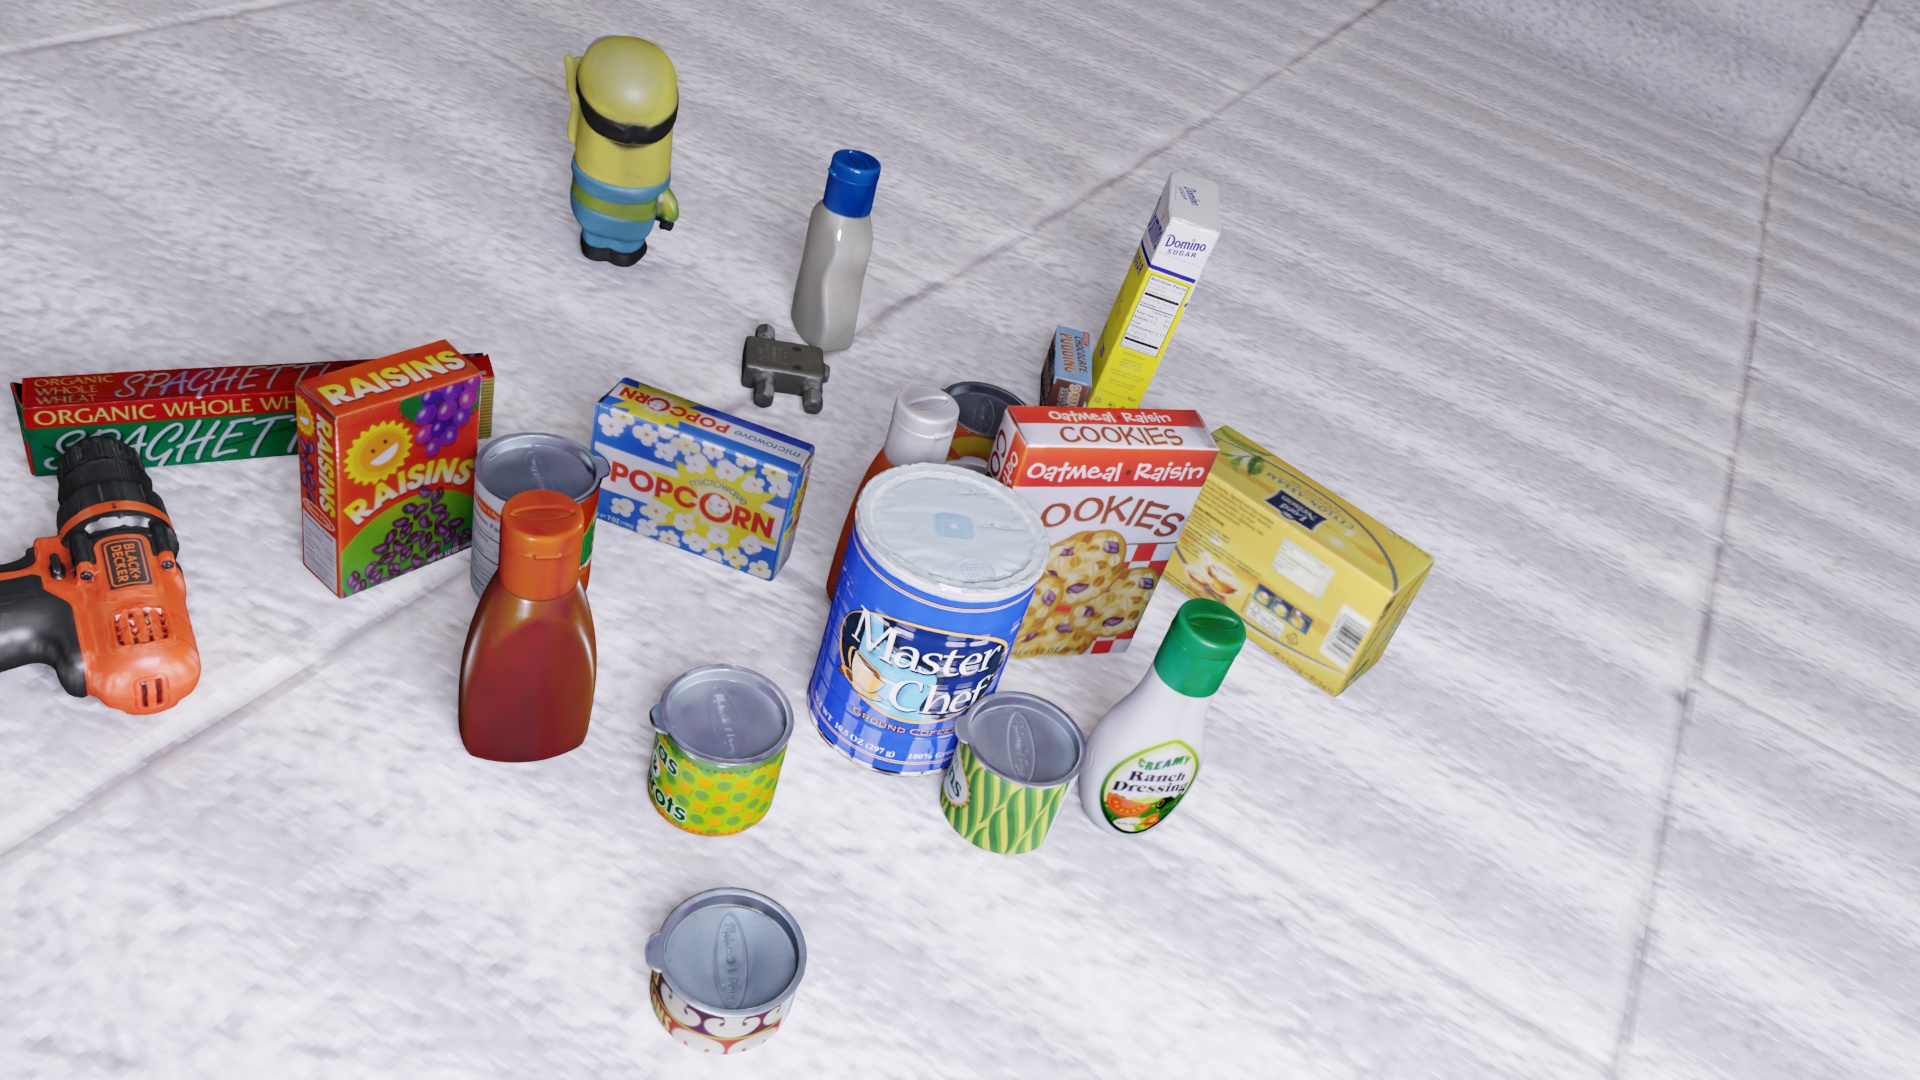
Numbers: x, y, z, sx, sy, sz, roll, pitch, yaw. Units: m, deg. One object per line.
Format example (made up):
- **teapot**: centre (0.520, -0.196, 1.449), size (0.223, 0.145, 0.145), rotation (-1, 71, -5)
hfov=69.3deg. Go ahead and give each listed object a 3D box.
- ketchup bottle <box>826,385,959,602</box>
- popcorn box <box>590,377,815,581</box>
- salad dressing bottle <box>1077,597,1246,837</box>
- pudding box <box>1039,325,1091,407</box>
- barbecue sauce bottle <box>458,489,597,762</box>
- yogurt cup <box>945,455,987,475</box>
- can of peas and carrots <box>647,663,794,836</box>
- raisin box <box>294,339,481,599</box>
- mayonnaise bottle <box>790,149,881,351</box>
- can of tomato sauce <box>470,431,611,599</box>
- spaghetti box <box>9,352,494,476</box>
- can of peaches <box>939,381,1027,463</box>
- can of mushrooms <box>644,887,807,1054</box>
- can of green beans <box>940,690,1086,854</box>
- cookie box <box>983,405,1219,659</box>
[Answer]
- **ketchup bottle**: centre (-0.035, -0.021, 0.817), size (0.065, 0.148, 0.043), rotation (-15, 49, -36)
- **popcorn box**: centre (-0.158, -0.036, 0.838), size (0.127, 0.084, 0.038), rotation (20, 37, 2)
- **salad dressing bottle**: centre (0.106, 0.095, 0.733), size (0.064, 0.146, 0.044), rotation (5, 39, -17)
- **pudding box**: centre (0.081, -0.124, 1.075), size (0.030, 0.049, 0.084), rotation (14, 38, -6)
- **barbecue sauce bottle**: centre (-0.205, 0.044, 0.668), size (0.065, 0.147, 0.044), rotation (-2, 42, -25)
- **yogurt cup**: centre (0.003, -0.011, 0.899), size (0.072, 0.053, 0.073), rotation (11, 38, -9)
- **can of peas and carrots**: centre (-0.124, 0.106, 0.697), size (0.071, 0.058, 0.071), rotation (11, 38, -9)
- **raisin box**: centre (-0.307, -0.039, 0.749), size (0.040, 0.122, 0.086), rotation (37, 41, 23)
- **mayonnaise bottle**: centre (-0.092, -0.217, 1.038), size (0.041, 0.147, 0.065), rotation (-7, 44, -30)
- **can of tomato sauce**: centre (-0.235, -0.008, 0.773), size (0.071, 0.082, 0.071), rotation (11, 38, -9)
- **spaghetti box**: centre (-0.404, -0.076, 0.815), size (0.251, 0.049, 0.029), rotation (-8, 45, -31)
- **can of peaches**: centre (0.009, -0.070, 0.971), size (0.071, 0.057, 0.071), rotation (11, 38, -9)
- **can of mushrooms**: centre (-0.106, 0.191, 0.619), size (0.071, 0.033, 0.071), rotation (11, 38, -9)
- **can of green beans**: centre (0.027, 0.124, 0.738), size (0.071, 0.057, 0.071), rotation (11, 38, -9)
- **cookie box**: centre (0.065, -0.002, 0.821), size (0.123, 0.166, 0.040), rotation (-1, 41, -24)
